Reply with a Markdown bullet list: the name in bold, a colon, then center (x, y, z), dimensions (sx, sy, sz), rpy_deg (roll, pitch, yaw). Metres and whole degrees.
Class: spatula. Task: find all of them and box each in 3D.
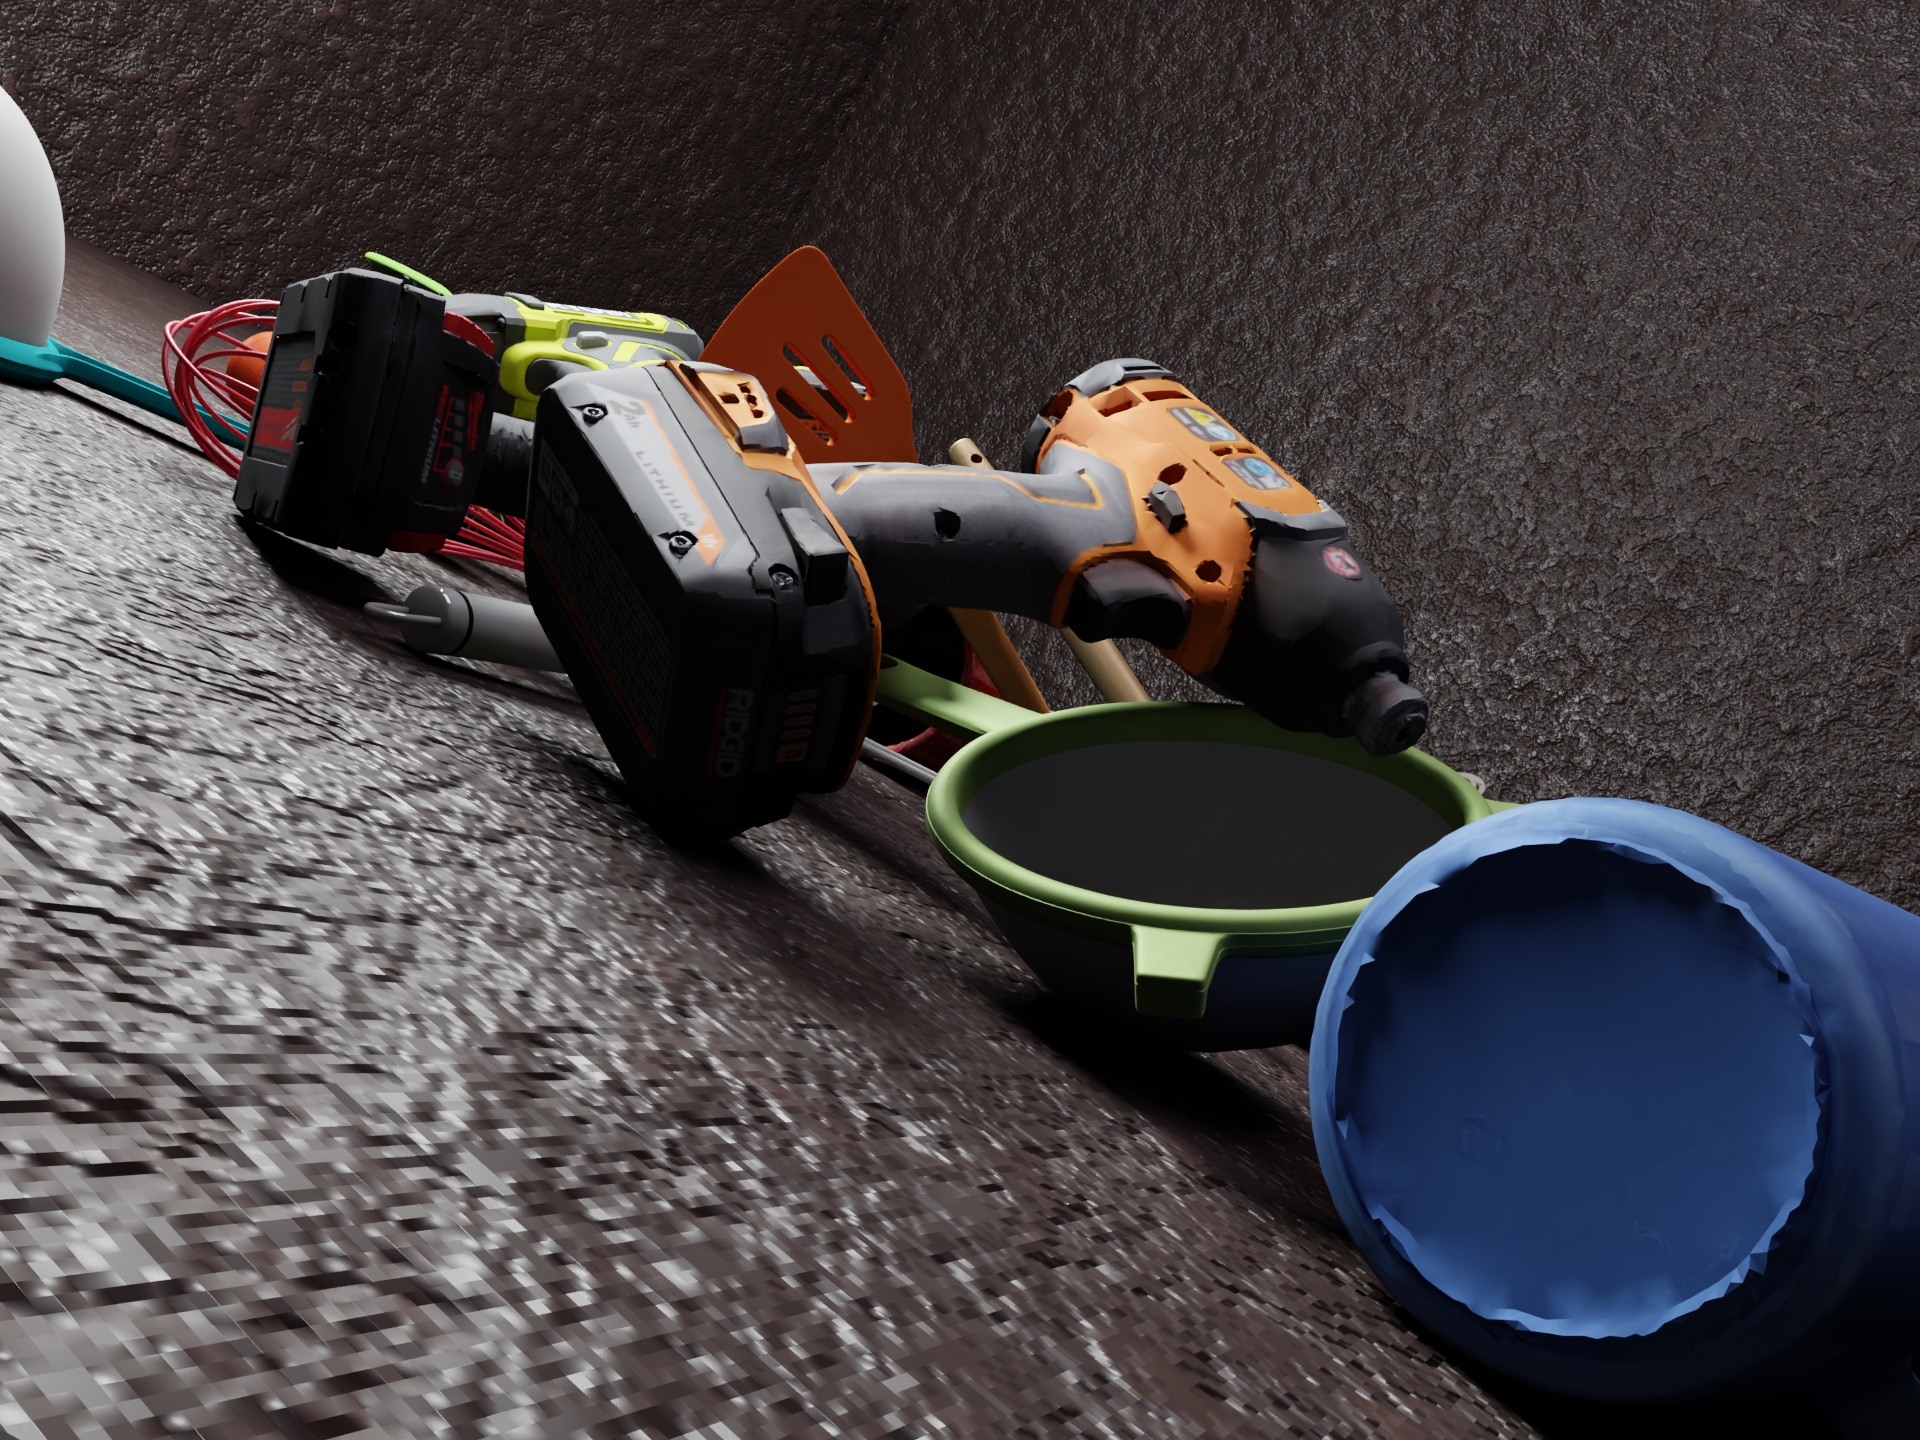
- **spatula**: center (-0.010, -0.065, 0.718), dimensions (0.041, 0.081, 0.322), rpy_deg (21, -23, 37)

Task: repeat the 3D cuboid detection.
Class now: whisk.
- **whisk**: center (-0.181, -0.074, 0.639), dimensions (0.073, 0.073, 0.295), rpy_deg (30, -3, 44)

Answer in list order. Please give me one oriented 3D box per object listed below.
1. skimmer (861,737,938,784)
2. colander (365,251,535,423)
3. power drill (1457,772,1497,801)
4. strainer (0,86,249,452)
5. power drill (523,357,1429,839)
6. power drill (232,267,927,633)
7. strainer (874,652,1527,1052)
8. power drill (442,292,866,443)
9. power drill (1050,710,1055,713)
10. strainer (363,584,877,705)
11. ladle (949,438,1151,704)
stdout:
- **skimmer**: center (-0.001, -0.002, 0.705), dimensions (0.363, 0.090, 0.127), rpy_deg (27, 3, -30)
- **colander**: center (-0.446, -0.260, 1.489), dimensions (0.205, 0.094, 0.396), rpy_deg (29, -16, 25)
- **power drill**: center (0.249, 0.085, 0.970), dimensions (0.227, 0.080, 0.187), rpy_deg (31, -35, 51)
- **strainer**: center (-0.344, -0.181, 0.565), dimensions (0.340, 0.095, 0.211), rpy_deg (25, 4, -36)
- **power drill**: center (0.013, -0.036, 0.438), dimensions (0.226, 0.084, 0.164), rpy_deg (-9, 43, -31)
- **power drill**: center (-0.112, -0.076, 0.532), dimensions (0.219, 0.078, 0.143), rpy_deg (13, 3, -34)
- **strainer**: center (0.035, 0.036, 0.477), dimensions (0.151, 0.069, 0.257), rpy_deg (-14, 23, -34)
- **power drill**: center (-0.153, -0.144, 0.725), dimensions (0.171, 0.080, 0.223), rpy_deg (-5, 26, -44)
- **power drill**: center (0.108, 0.056, 0.928), dimensions (0.229, 0.080, 0.190), rpy_deg (26, 1, 24)
- **strainer**: center (-0.102, -0.019, 0.536), dimensions (0.087, 0.050, 0.258), rpy_deg (25, 7, 25)
- **ladle**: center (0.080, -0.009, 0.678), dimensions (0.320, 0.078, 0.062), rpy_deg (59, -28, 22)
